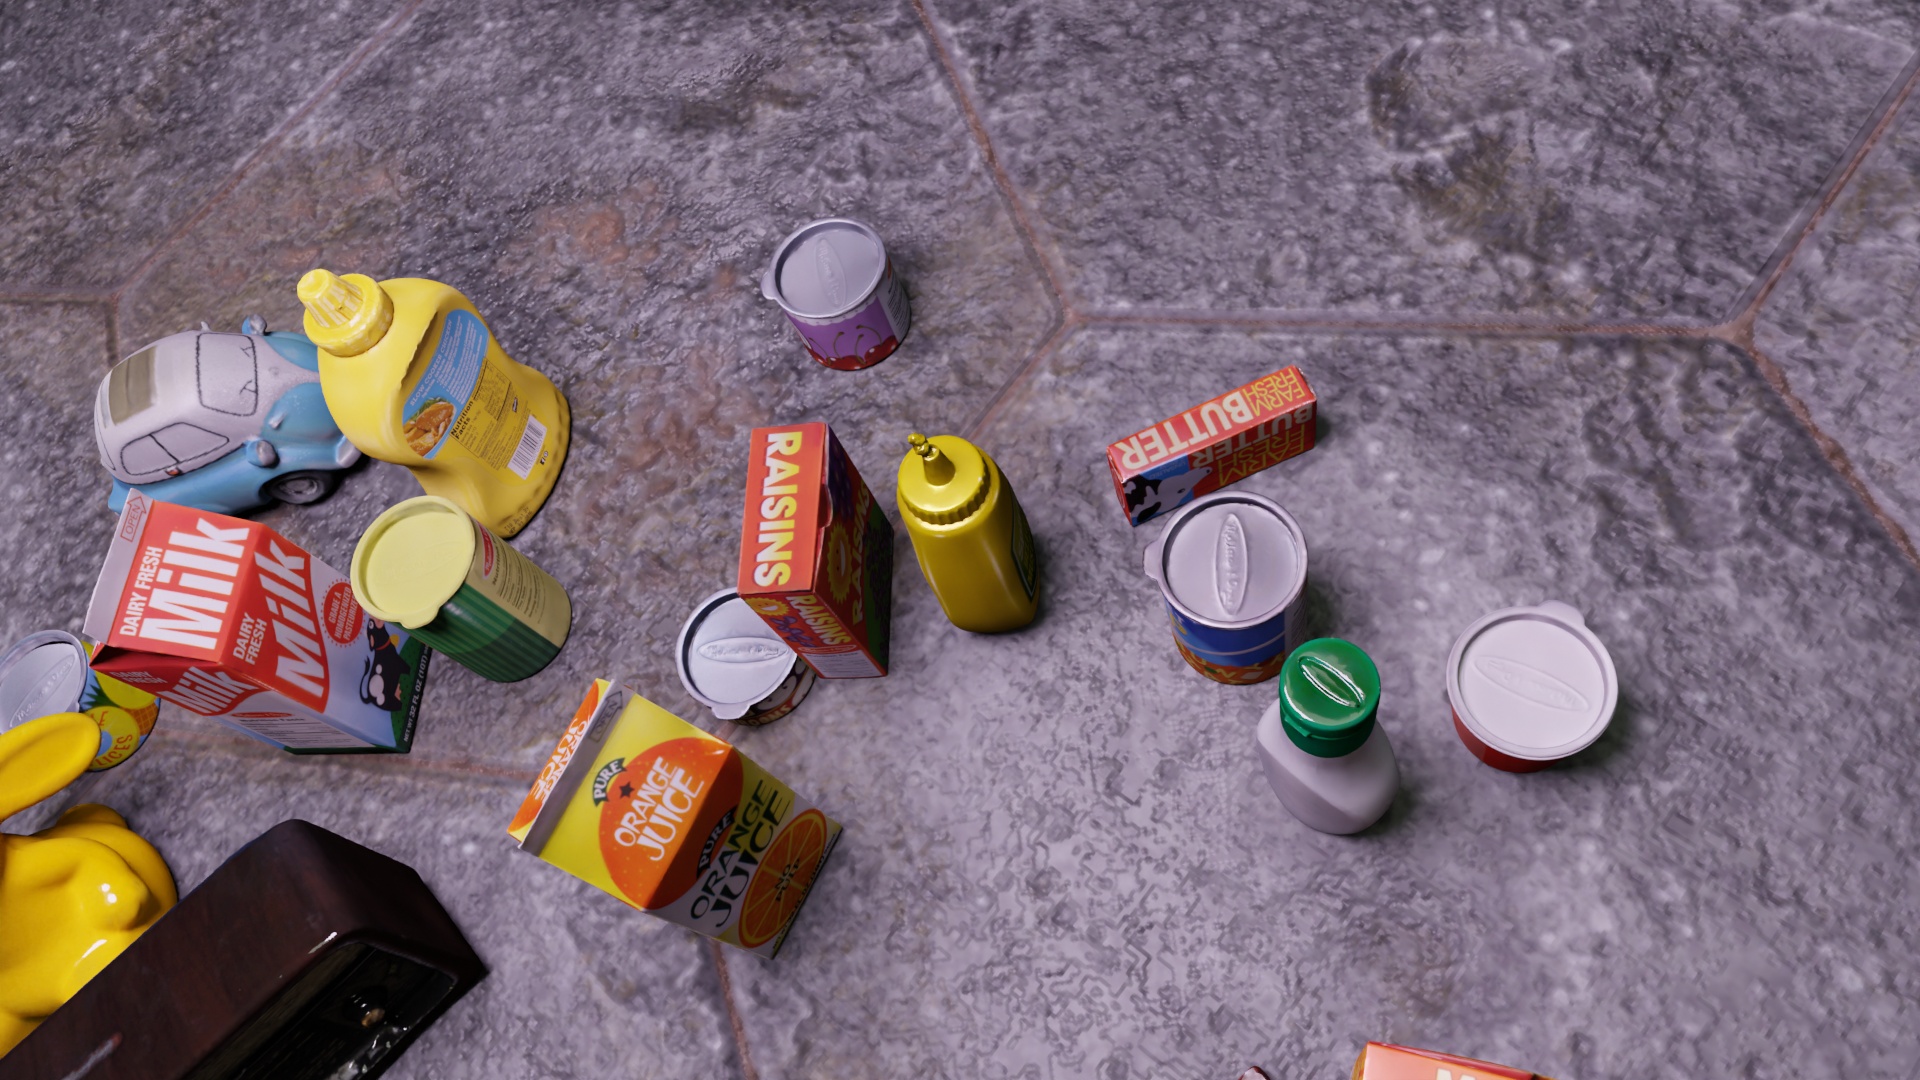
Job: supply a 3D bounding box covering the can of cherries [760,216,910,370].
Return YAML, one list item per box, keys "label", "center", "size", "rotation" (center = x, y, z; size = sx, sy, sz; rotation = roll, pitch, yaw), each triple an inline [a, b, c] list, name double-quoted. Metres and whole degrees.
- label: "can of cherries"
  center: [-0.069, -0.137, 0.775]
  size: [0.071, 0.058, 0.072]
  rotation: [-5, 65, 11]

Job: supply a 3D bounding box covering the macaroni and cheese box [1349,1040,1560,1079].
- label: "macaroni and cheese box"
  center: [0.199, 0.215, 0.489]
  size: [0.124, 0.166, 0.040]
  rotation: [9, 69, 17]

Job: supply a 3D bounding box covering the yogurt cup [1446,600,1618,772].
- label: "yogurt cup"
  center: [0.246, 0.069, 0.608]
  size: [0.072, 0.053, 0.072]
  rotation: [-5, 65, 11]

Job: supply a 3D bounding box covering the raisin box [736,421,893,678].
- label: "raisin box"
  center: [-0.066, 0.009, 0.672]
  size: [0.040, 0.123, 0.086]
  rotation: [-3, 66, 12]

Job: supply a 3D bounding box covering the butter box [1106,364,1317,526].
- label: "butter box"
  center: [0.125, -0.047, 0.691]
  size: [0.103, 0.053, 0.024]
  rotation: [-24, 63, 2]

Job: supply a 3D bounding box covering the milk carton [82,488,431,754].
- label: "milk carton"
  center: [-0.349, 0.046, 0.685]
  size: [0.073, 0.190, 0.072]
  rotation: [-3, 66, 13]

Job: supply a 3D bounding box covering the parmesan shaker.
- label: "parmesan shaker"
  center: [-0.255, 0.031, 0.718]
  size: [0.071, 0.102, 0.071]
  rotation: [-5, 65, 11]

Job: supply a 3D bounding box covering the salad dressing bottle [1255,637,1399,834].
- label: "salad dressing bottle"
  center: [0.151, 0.082, 0.572]
  size: [0.044, 0.147, 0.064]
  rotation: [-45, 64, -8]

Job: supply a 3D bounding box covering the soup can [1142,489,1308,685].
- label: "soup can"
  center: [0.124, 0.024, 0.642]
  size: [0.071, 0.083, 0.071]
  rotation: [-5, 65, 11]

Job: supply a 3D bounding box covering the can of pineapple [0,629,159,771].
- label: "can of pineapple"
  center: [-0.494, 0.092, 0.773]
  size: [0.071, 0.057, 0.071]
  rotation: [-5, 65, 11]

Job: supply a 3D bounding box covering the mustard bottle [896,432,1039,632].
- label: "mustard bottle"
  center: [0.002, -0.008, 0.642]
  size: [0.049, 0.159, 0.065]
  rotation: [-8, 65, 10]

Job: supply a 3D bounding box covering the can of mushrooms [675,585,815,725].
- label: "can of mushrooms"
  center: [-0.109, 0.061, 0.708]
  size: [0.071, 0.033, 0.071]
  rotation: [-5, 65, 11]

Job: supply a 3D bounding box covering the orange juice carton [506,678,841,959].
- label: "orange juice carton"
  center: [-0.124, 0.120, 0.596]
  size: [0.073, 0.192, 0.072]
  rotation: [22, 73, 21]
